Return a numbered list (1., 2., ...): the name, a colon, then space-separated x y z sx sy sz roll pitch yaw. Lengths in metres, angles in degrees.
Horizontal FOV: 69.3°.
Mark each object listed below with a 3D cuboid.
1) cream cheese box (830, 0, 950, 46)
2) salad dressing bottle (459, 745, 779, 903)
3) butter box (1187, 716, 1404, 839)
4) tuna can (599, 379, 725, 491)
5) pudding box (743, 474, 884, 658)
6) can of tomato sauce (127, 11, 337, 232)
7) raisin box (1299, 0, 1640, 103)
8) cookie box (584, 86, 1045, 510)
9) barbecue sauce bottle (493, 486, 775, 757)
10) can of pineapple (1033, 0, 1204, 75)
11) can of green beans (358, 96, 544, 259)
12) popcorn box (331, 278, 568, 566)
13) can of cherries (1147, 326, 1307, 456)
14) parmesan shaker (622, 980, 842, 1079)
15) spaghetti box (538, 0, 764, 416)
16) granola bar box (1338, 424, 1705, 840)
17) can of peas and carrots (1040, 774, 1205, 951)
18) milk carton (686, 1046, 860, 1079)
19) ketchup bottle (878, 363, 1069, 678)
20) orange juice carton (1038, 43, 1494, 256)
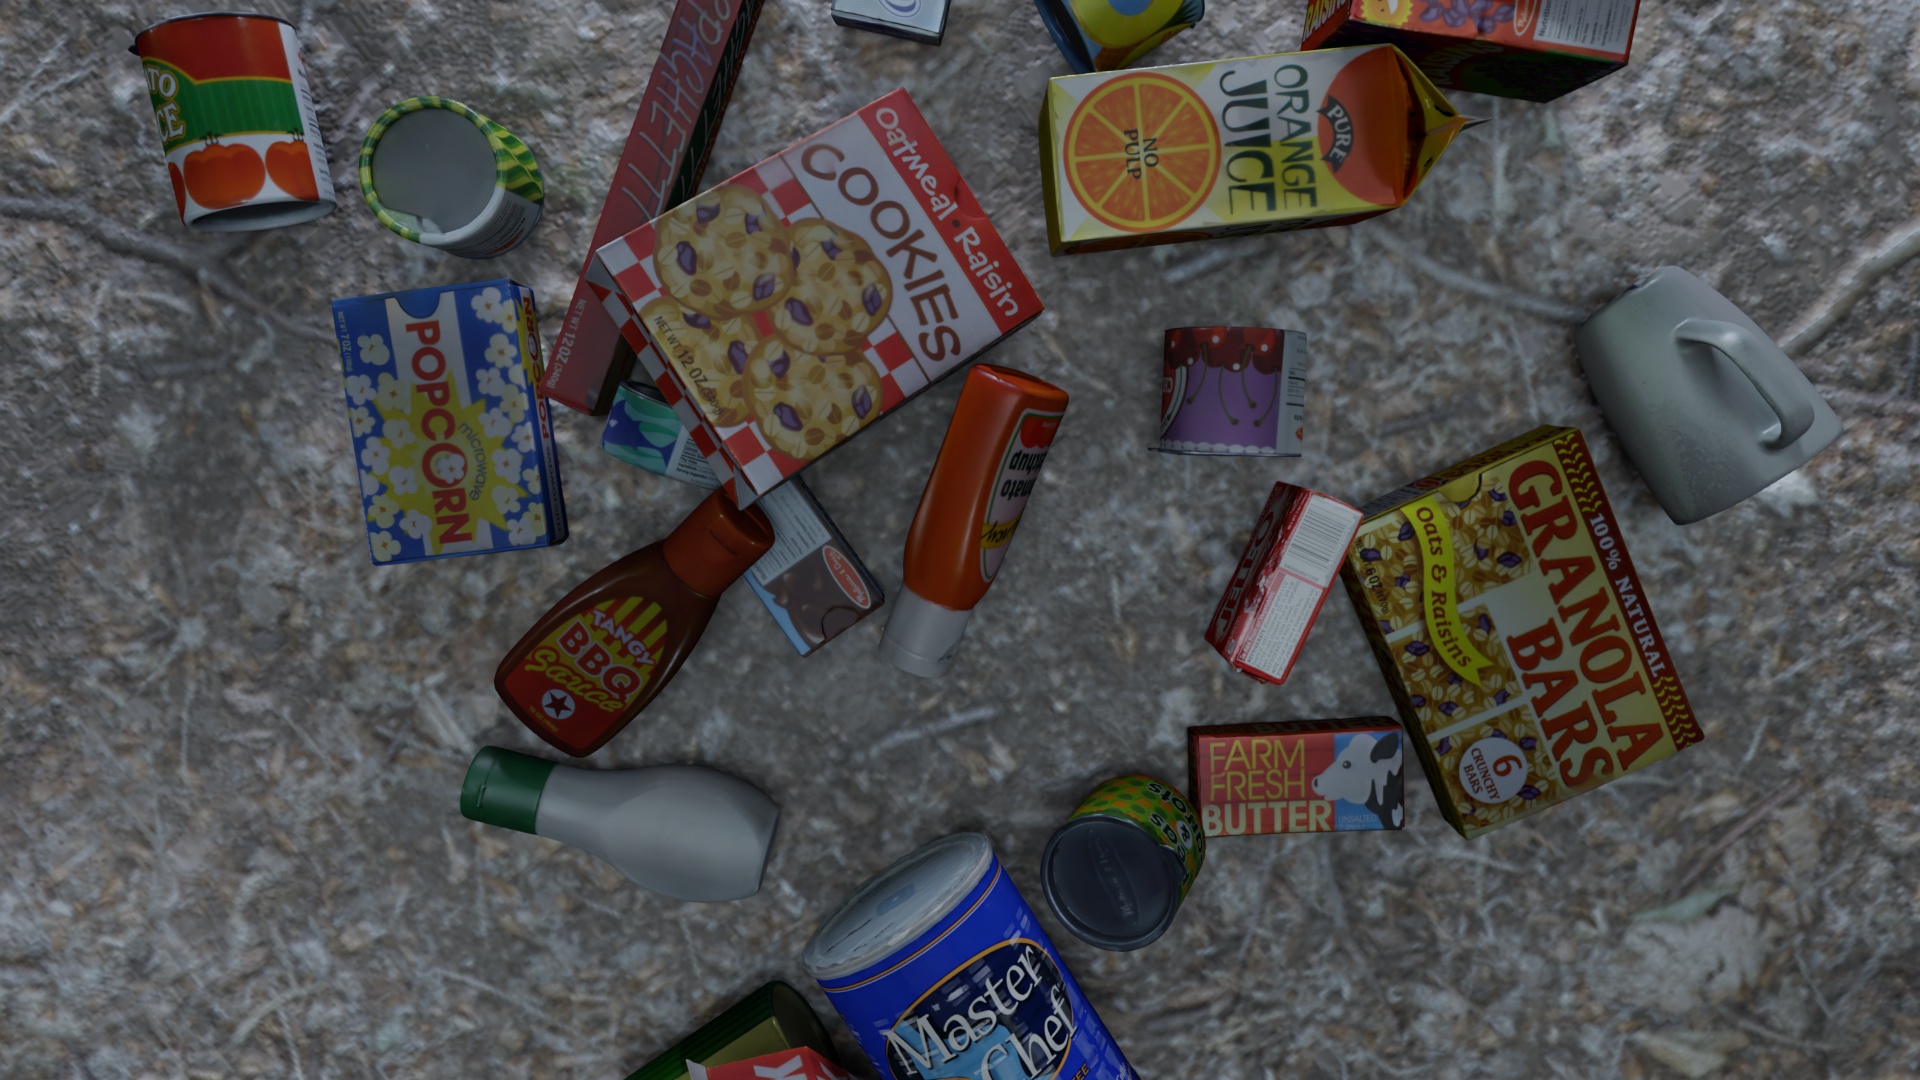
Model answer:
1. cream cheese box: -0.024 -0.289 0.648 0.053 0.024 0.103 13 95 -1
2. salad dressing bottle: -0.164 0.134 0.675 0.148 0.044 0.064 14 97 0
3. butter box: 0.165 0.116 0.684 0.103 0.024 0.053 -2 96 0
4. tuna can: -0.134 -0.049 0.649 0.071 0.071 0.032 20 96 -2
5. pudding box: -0.080 0.009 0.671 0.049 0.030 0.083 -35 94 2
6. can of tomato sauce: -0.331 -0.188 0.633 0.071 0.071 0.083 -12 96 1
7. raisin box: 0.225 -0.233 0.624 0.123 0.086 0.040 8 97 -1
8. cookie box: -0.061 -0.111 0.623 0.168 0.040 0.123 -35 95 -23
9. barbecue sauce bottle: -0.148 0.035 0.648 0.148 0.044 0.065 -42 102 18
10. can of pineapple: 0.070 -0.249 0.632 0.058 0.071 0.071 -32 95 3
11. can of green beans: -0.233 -0.166 0.640 0.071 0.058 0.071 0 95 0
12. popcorn box: -0.241 -0.055 0.660 0.085 0.038 0.126 -7 95 1
13. can of cherries: 0.124 -0.069 0.648 0.071 0.071 0.058 2 95 0
14. parmesan shaker: -0.114 0.272 0.675 0.103 0.071 0.071 -34 94 2
15. spaghetti box: -0.136 -0.179 0.644 0.029 0.050 0.249 21 94 -3
16. granola bar box: 0.265 0.044 0.671 0.124 0.039 0.165 -24 95 1
17. can of peas and carrots: 0.080 0.150 0.659 0.071 0.059 0.070 5 103 22
18. milk carton: -0.061 0.293 0.624 0.073 0.072 0.190 -35 132 3
19. ketchup bottle: 0.002 -0.008 0.656 0.043 0.065 0.148 27 104 22
20. orange juice carton: 0.135 -0.178 0.635 0.193 0.072 0.073 -6 96 0
